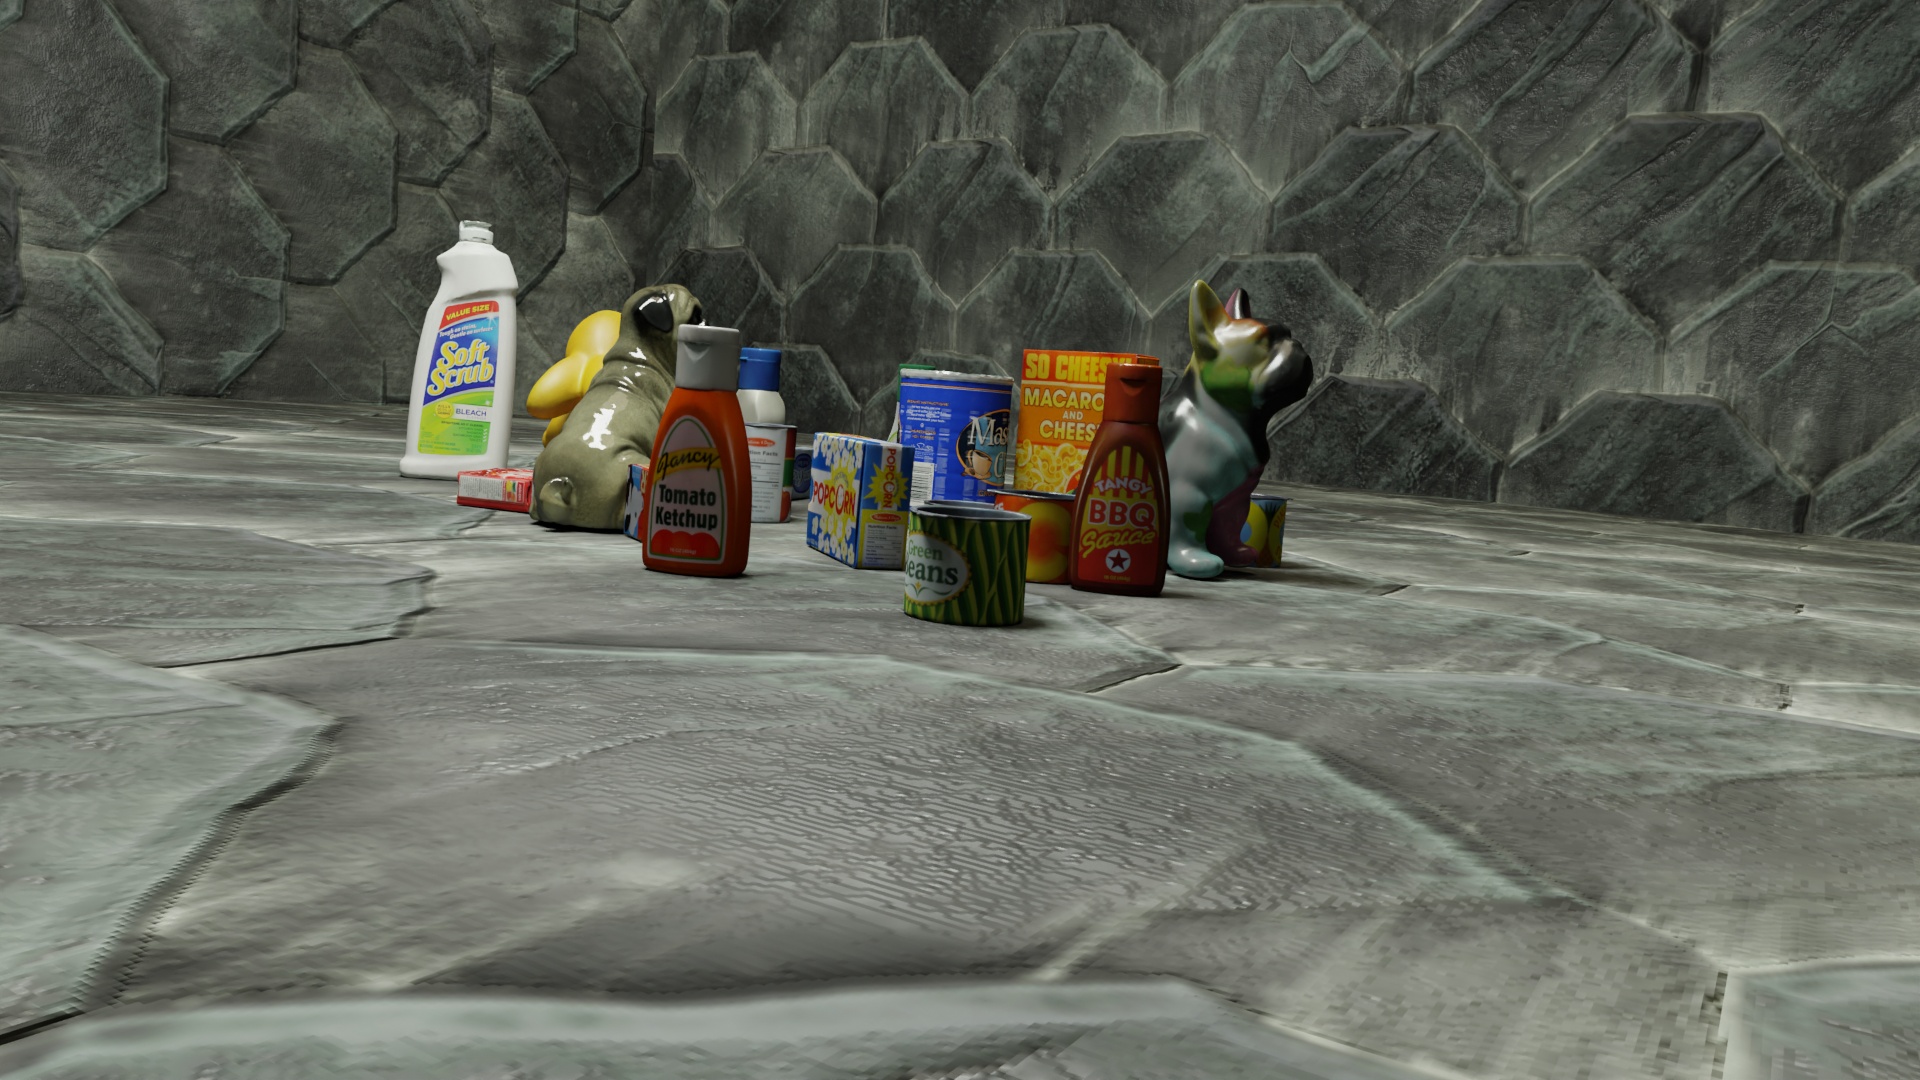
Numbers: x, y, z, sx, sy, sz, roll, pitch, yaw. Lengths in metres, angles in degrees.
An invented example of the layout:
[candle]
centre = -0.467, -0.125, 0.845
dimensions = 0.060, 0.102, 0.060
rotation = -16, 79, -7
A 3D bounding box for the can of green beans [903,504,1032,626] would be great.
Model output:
[can of green beans]
centre = 0.003, 0.013, 0.752
dimensions = 0.071, 0.057, 0.071
rotation = 4, 6, 0

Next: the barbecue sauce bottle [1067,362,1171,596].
[barbecue sauce bottle]
centre = 0.107, -0.040, 0.903
dimensions = 0.065, 0.148, 0.044
rotation = 5, 5, 7

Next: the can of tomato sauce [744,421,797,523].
[can of tomato sauce]
centre = -0.176, -0.059, 1.195
dimensions = 0.071, 0.083, 0.071
rotation = 4, 5, 0

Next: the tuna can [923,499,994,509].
[tuna can]
centre = 0.004, -0.014, 1.139
dimensions = 0.071, 0.032, 0.071
rotation = 4, 6, 0

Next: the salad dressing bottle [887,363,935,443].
[salad dressing bottle]
centre = -0.049, -0.101, 1.384
dimensions = 0.064, 0.147, 0.044
rotation = 9, 7, 41

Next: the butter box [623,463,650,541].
[butter box]
centre = -0.207, -0.023, 0.964
dimensions = 0.024, 0.053, 0.103
rotation = 1, 6, -30

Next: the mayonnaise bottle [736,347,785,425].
[mayonnaise bottle]
centre = -0.185, -0.100, 1.264
dimensions = 0.041, 0.148, 0.065
rotation = 0, 7, -40

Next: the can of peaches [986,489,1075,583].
[can of peaches]
centre = 0.051, -0.003, 0.946
dimensions = 0.071, 0.058, 0.071
rotation = 4, 6, 0

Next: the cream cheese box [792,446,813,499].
[cream cheese box]
centre = -0.174, -0.070, 1.441
dimensions = 0.024, 0.053, 0.104
rotation = 6, 6, 15

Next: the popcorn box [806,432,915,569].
[popcorn box]
centre = -0.072, -0.030, 0.975
dimensions = 0.038, 0.085, 0.127
rotation = 2, 6, -22

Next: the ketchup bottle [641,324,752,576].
[ketchup bottle]
centre = -0.156, -0.055, 0.839
dimensions = 0.065, 0.148, 0.043
rotation = 6, 5, 12

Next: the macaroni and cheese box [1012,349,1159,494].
[macaroni and cheese box]
centre = 0.108, -0.082, 1.227
dimensions = 0.124, 0.166, 0.040
rotation = 9, 7, 39

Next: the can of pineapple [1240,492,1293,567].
[can of pineapple]
centre = 0.237, -0.010, 1.152
dimensions = 0.071, 0.057, 0.071
rotation = 4, 6, 0
